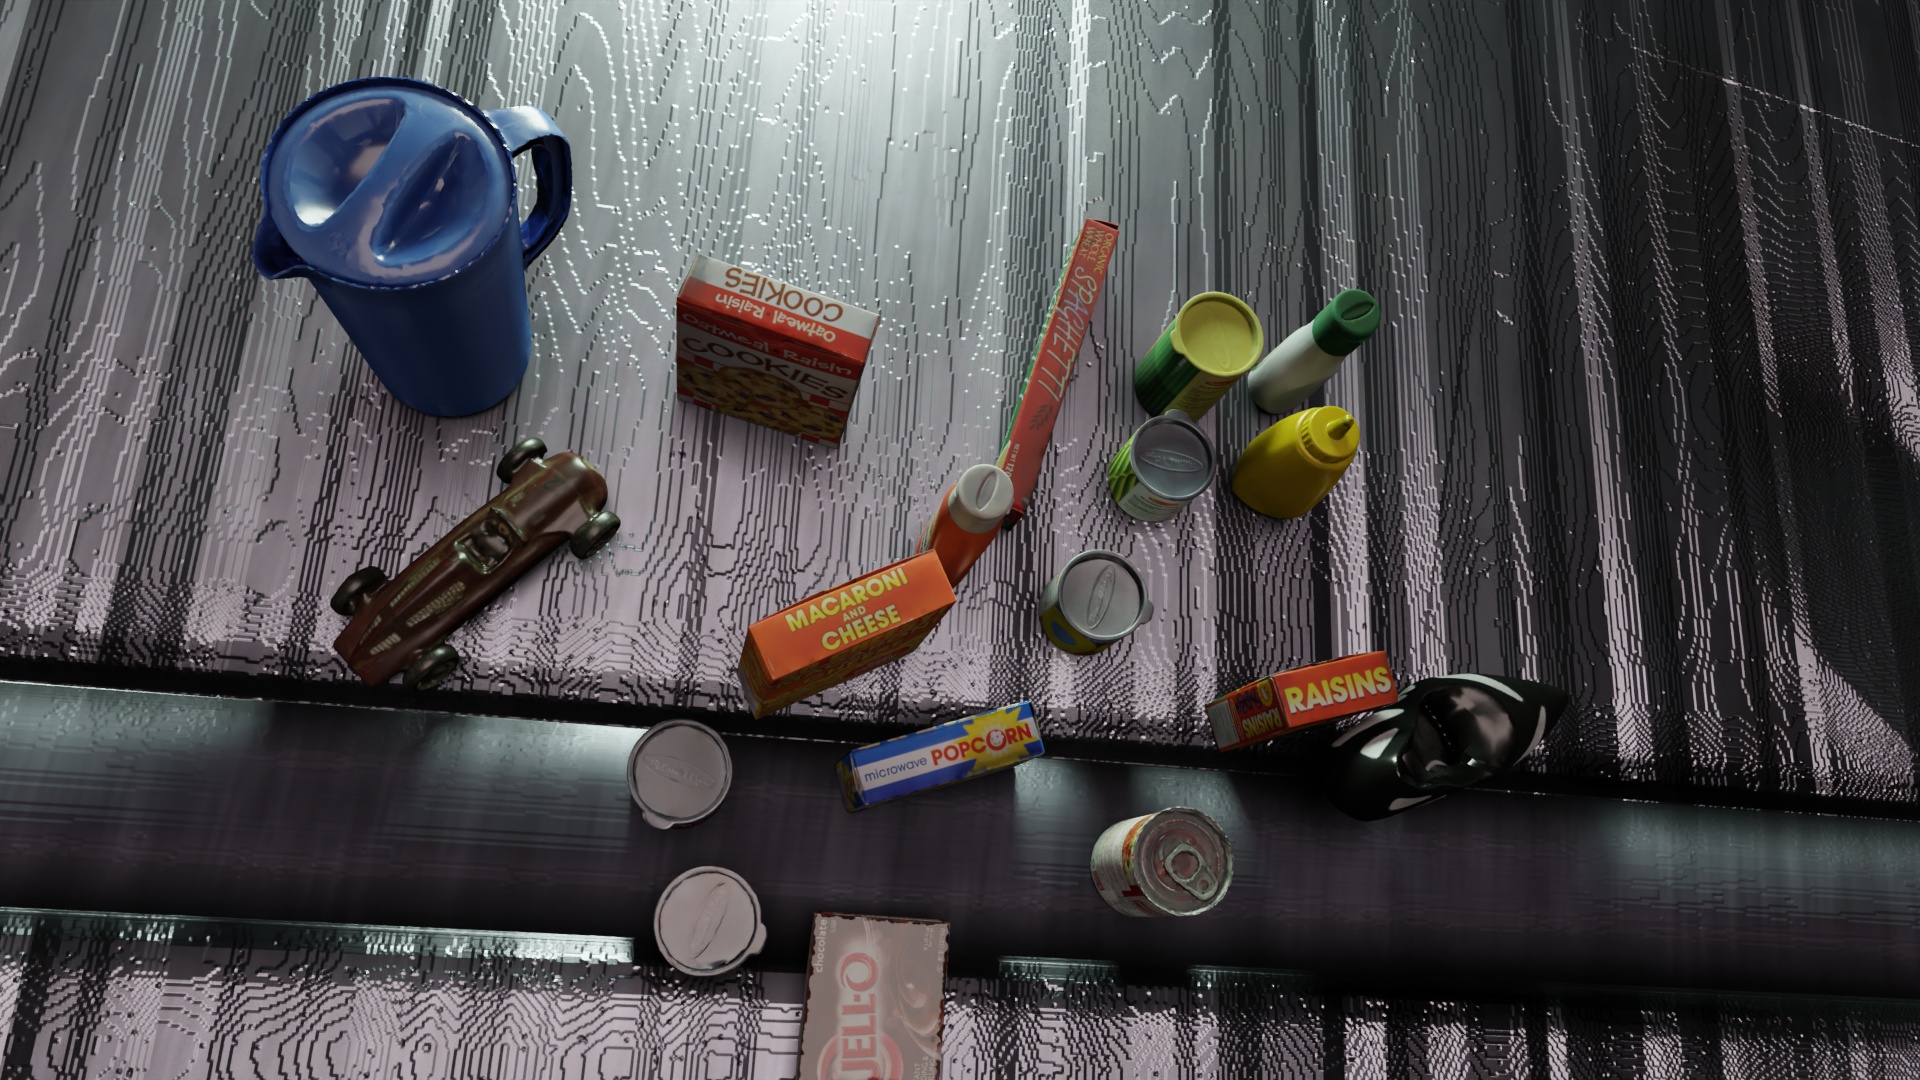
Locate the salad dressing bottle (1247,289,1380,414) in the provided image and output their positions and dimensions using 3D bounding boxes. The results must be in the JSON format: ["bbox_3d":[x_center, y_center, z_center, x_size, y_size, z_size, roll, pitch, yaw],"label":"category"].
[{"bbox_3d":[0.264,-0.140,1.036,0.064,0.147,0.044,-24,80,-17],"label":"salad dressing bottle"}]

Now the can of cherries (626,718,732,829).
[{"bbox_3d":[-0.184,0.155,0.905,0.071,0.058,0.071,3,74,-11],"label":"can of cherries"}]

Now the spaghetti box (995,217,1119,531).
[{"bbox_3d":[0.068,-0.128,1.044,0.029,0.050,0.251,21,71,-5],"label":"spaghetti box"}]

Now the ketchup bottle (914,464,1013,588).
[{"bbox_3d":[0.003,-0.012,0.944,0.043,0.148,0.065,23,71,-4],"label":"ketchup bottle"}]

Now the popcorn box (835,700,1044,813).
[{"bbox_3d":[-0.016,0.146,0.928,0.127,0.085,0.038,-14,78,-15],"label":"popcorn box"}]

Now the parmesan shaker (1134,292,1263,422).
[{"bbox_3d":[0.173,-0.134,1.039,0.071,0.102,0.071,3,74,-11],"label":"parmesan shaker"}]

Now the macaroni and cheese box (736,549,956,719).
[{"bbox_3d":[-0.079,0.063,0.896,0.124,0.166,0.040,-23,80,-17],"label":"macaroni and cheese box"}]

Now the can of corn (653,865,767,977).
[{"bbox_3d":[-0.159,0.244,0.884,0.071,0.058,0.071,3,74,-11],"label":"can of corn"}]

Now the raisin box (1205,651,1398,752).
[{"bbox_3d":[0.236,0.113,0.969,0.086,0.123,0.040,-10,77,-14],"label":"raisin box"}]

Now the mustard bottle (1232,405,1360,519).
[{"bbox_3d":[0.250,-0.062,1.004,0.065,0.159,0.049,29,71,-2],"label":"mustard bottle"}]

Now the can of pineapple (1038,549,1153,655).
[{"bbox_3d":[0.095,0.047,0.994,0.071,0.057,0.071,3,74,-11],"label":"can of pineapple"}]

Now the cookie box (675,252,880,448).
[{"bbox_3d":[-0.128,-0.122,0.940,0.123,0.167,0.040,18,72,-6],"label":"cookie box"}]

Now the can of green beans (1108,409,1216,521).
[{"bbox_3d":[0.149,-0.053,1.035,0.071,0.057,0.071,3,74,-11],"label":"can of green beans"}]
